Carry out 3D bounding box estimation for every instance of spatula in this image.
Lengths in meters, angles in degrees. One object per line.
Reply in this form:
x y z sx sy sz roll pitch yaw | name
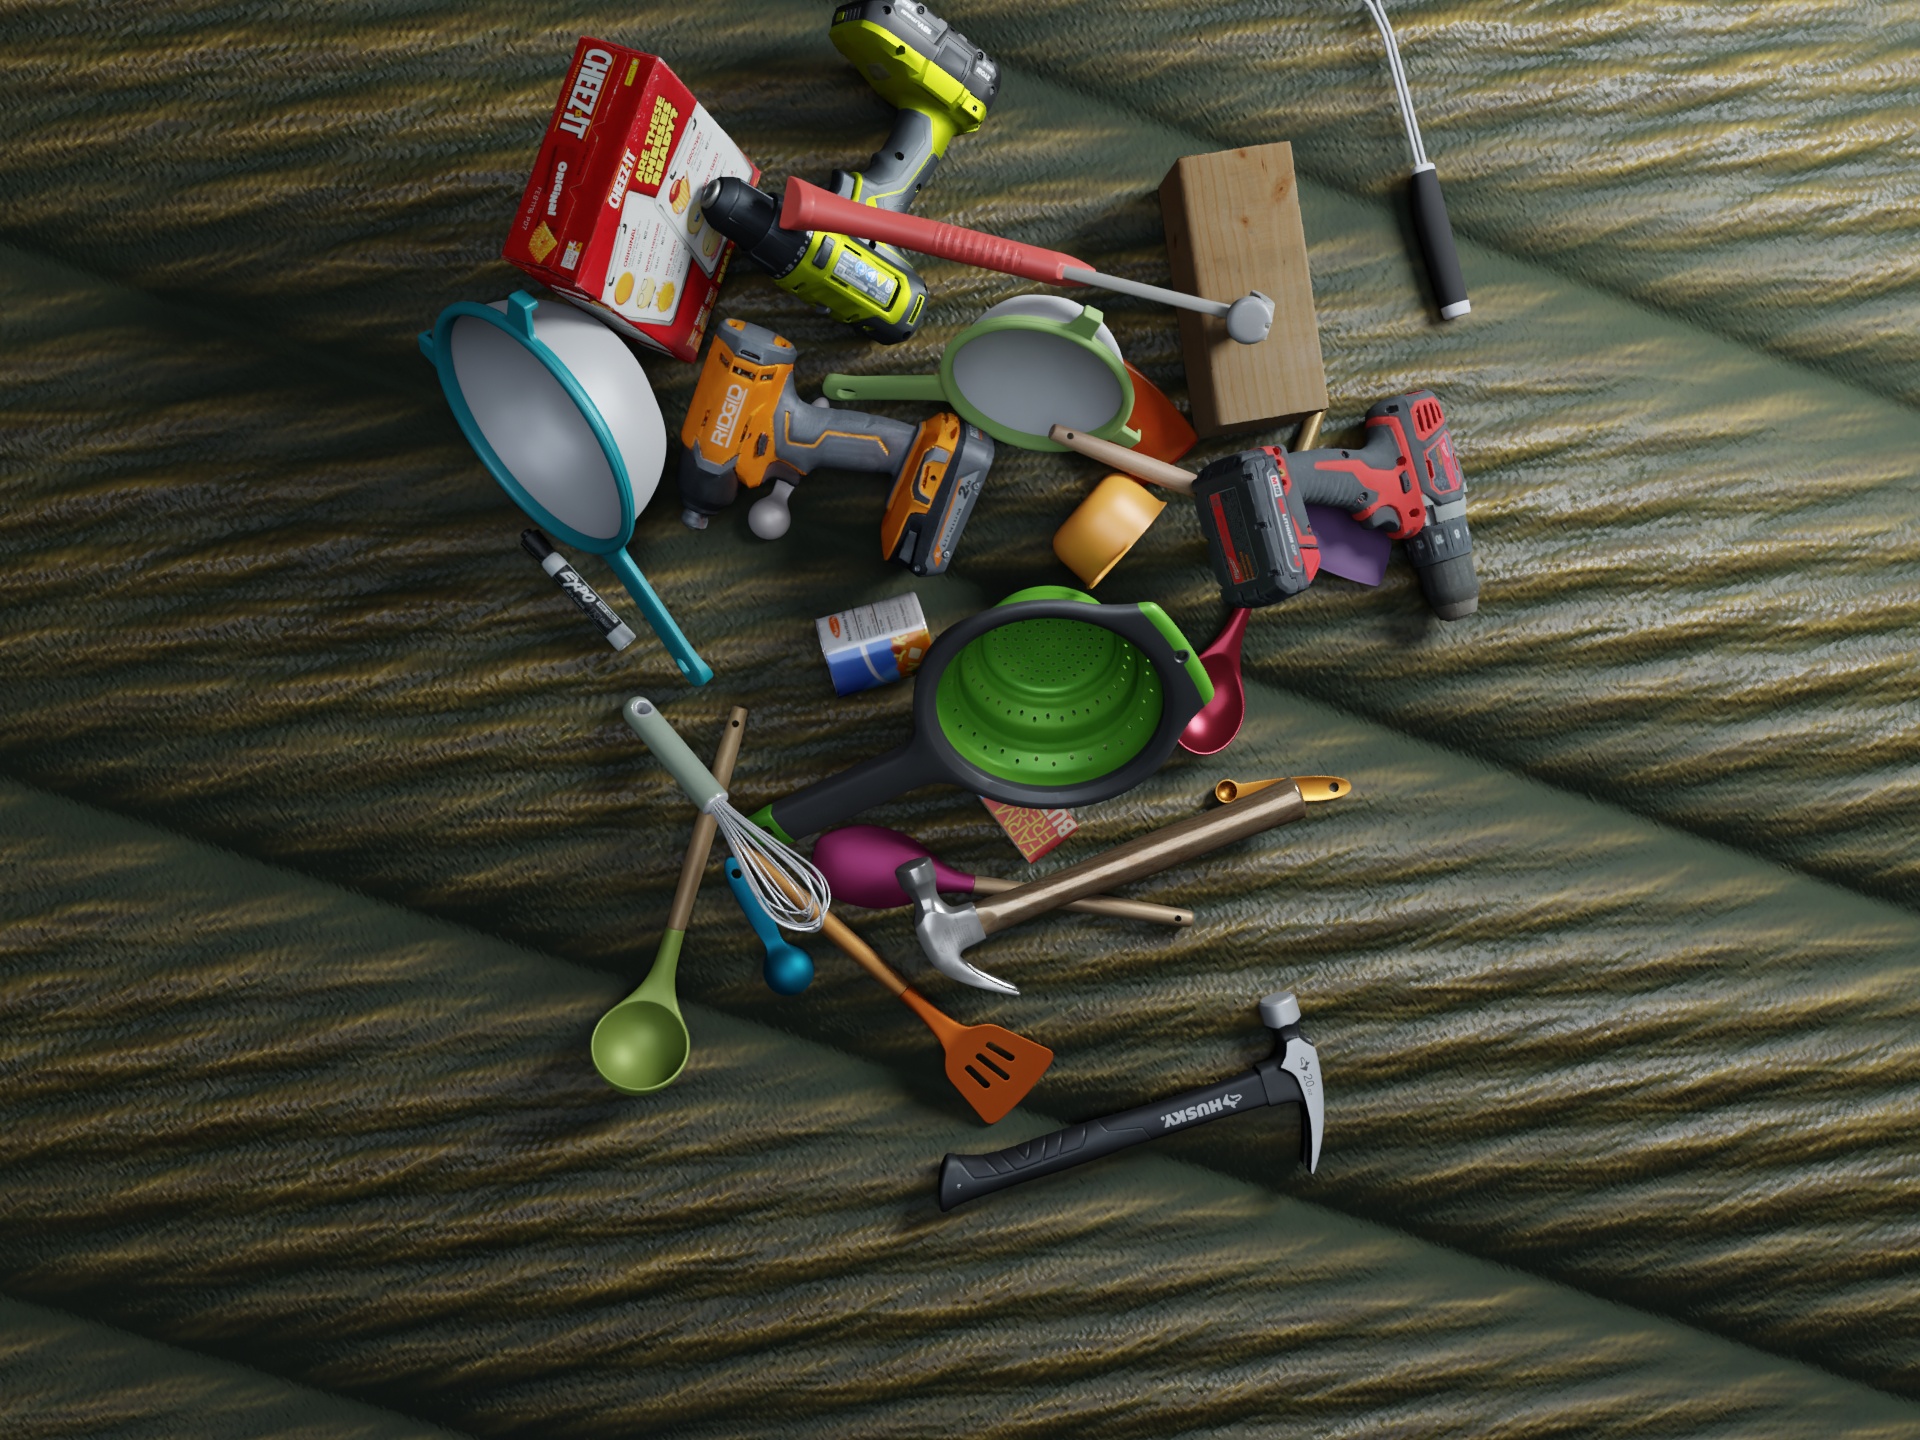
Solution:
0.212 -0.179 1.267 0.315 0.018 0.060 17 85 -19 | spatula
-0.065 0.204 1.305 0.322 0.041 0.081 42 91 -1 | spatula

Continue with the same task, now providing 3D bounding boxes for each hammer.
0.140 0.344 1.318 0.335 0.035 0.146 -17 93 -2 | hammer
0.048 -0.331 1.145 0.359 0.149 0.036 15 109 3 | hammer
0.123 0.122 1.284 0.331 0.031 0.130 -20 99 -3 | hammer

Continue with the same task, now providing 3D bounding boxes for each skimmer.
0.373 -0.506 1.258 0.127 0.090 0.363 -20 97 -34 | skimmer

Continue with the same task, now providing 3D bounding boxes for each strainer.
0.015 -0.280 1.240 0.256 0.151 0.069 4 62 22 | strainer
-0.262 -0.186 1.223 0.095 0.211 0.340 -44 117 -29 | strainer

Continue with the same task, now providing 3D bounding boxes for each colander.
-0.002 -0.004 1.246 0.397 0.095 0.204 -24 126 21 | colander

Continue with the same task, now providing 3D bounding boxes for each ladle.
-0.222 0.143 1.275 0.078 0.062 0.320 16 89 -6 | ladle
0.242 -0.122 1.303 0.069 0.031 0.315 21 90 -14 | ladle

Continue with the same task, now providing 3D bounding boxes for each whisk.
-0.187 0.071 1.248 0.058 0.059 0.246 -30 70 -36 | whisk

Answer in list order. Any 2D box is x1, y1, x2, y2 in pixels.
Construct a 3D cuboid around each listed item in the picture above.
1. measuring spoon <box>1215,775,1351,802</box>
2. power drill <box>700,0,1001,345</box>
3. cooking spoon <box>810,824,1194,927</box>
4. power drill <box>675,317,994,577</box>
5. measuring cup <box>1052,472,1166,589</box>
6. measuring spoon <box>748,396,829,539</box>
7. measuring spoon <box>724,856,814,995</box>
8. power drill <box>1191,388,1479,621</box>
0.268 0.057 1.324 0.117 0.011 0.021 -2 93 -7 | measuring spoon
-0.081 -0.426 1.210 0.190 0.080 0.228 24 89 -36 | power drill
0.036 0.139 1.308 0.319 0.017 0.069 9 95 -4 | cooking spoon
-0.105 -0.194 1.233 0.226 0.084 0.164 21 111 -10 | power drill
0.103 -0.141 1.224 0.052 0.174 0.095 42 114 -1 | measuring cup
-0.135 -0.204 1.279 0.034 0.018 0.124 25 91 -4 | measuring spoon
-0.159 0.169 1.290 0.042 0.021 0.128 -26 101 0 | measuring spoon
0.310 -0.150 1.256 0.226 0.080 0.188 -18 94 -25 | power drill
